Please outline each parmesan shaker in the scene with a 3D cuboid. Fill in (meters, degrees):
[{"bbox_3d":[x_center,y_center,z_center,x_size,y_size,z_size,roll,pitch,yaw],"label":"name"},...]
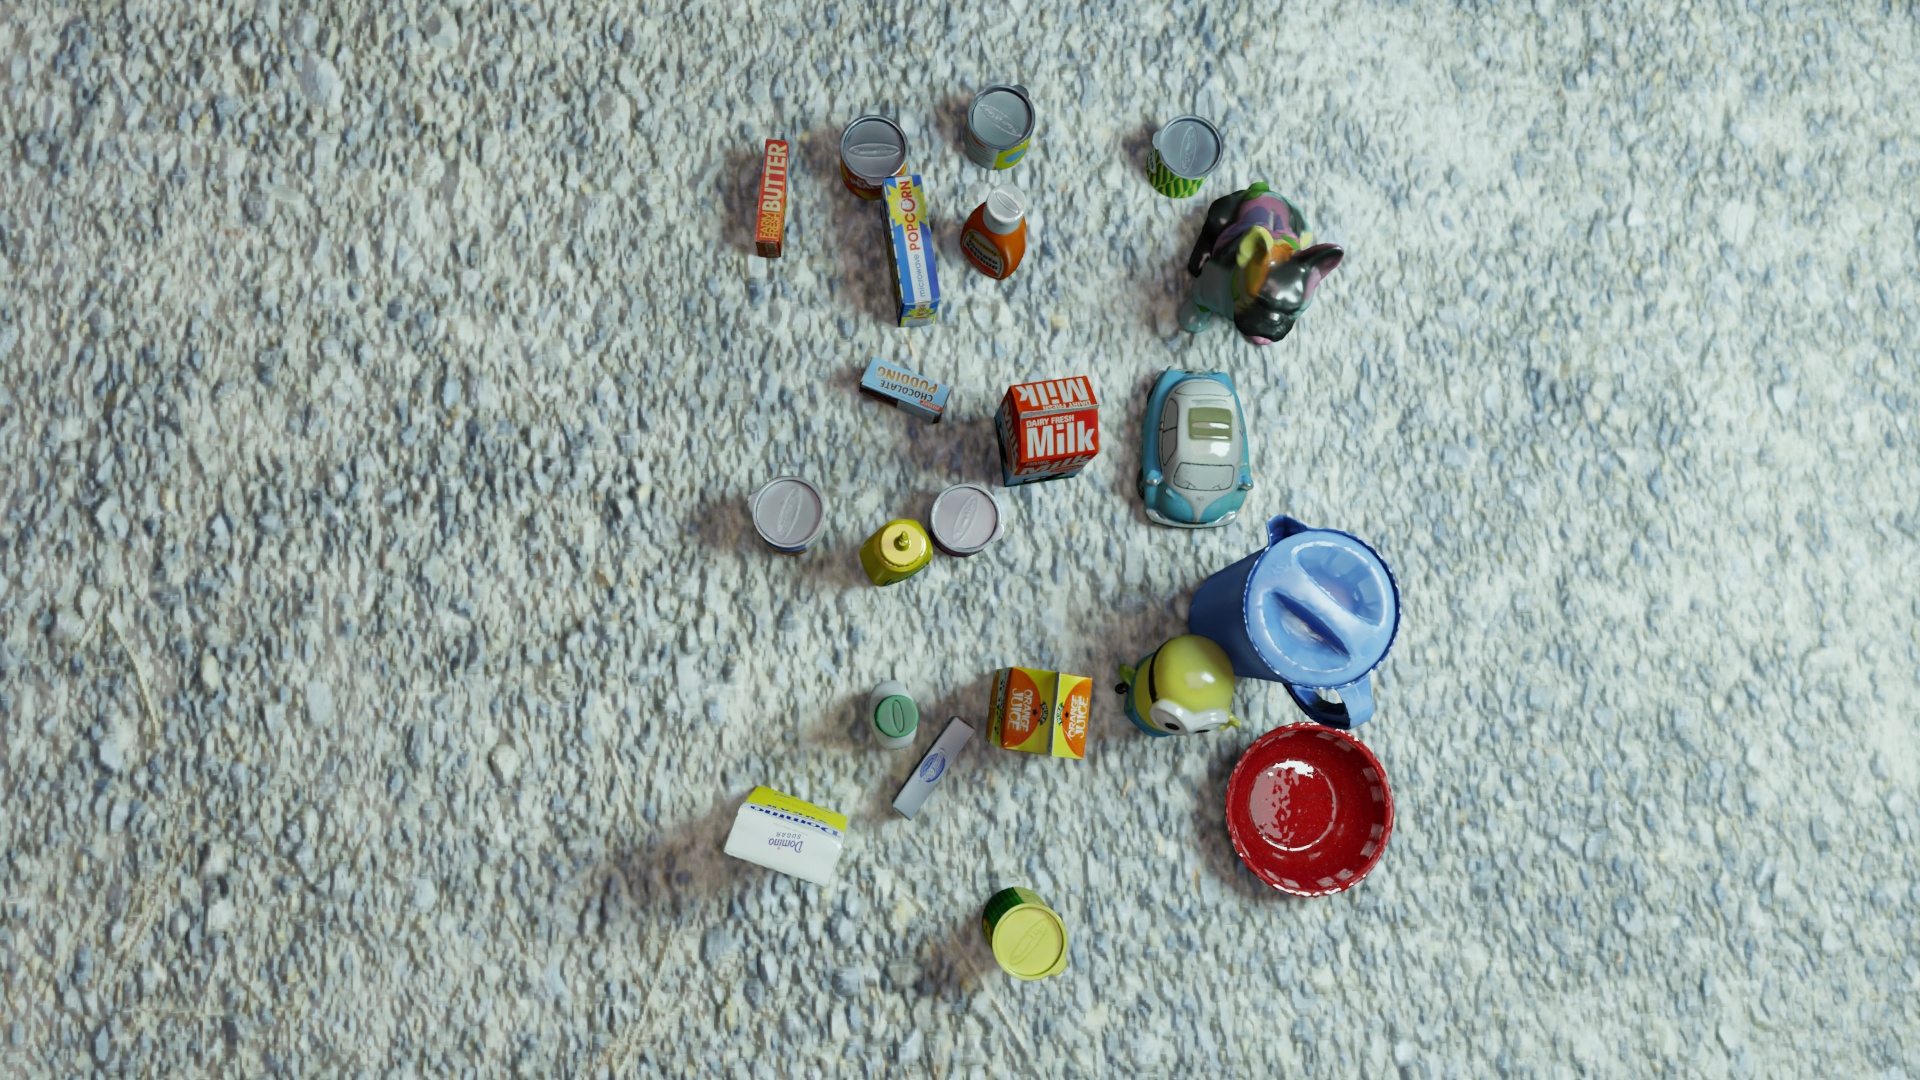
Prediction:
[{"bbox_3d":[0.058,0.356,1.257,0.071,0.103,0.071,1,84,-5],"label":"parmesan shaker"}]

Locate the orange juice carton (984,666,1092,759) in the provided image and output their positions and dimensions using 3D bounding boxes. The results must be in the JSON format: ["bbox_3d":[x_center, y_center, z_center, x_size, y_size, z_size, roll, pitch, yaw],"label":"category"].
[{"bbox_3d":[0.070,0.153,1.237,0.073,0.192,0.072,8,83,-4],"label":"orange juice carton"}]

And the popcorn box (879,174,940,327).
[{"bbox_3d":[-0.049,-0.276,1.333,0.038,0.085,0.126,-8,84,-6],"label":"popcorn box"}]

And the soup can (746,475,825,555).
[{"bbox_3d":[-0.161,-0.023,1.293,0.071,0.083,0.071,1,83,-5],"label":"soup can"}]

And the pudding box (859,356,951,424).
[{"bbox_3d":[-0.054,-0.144,1.335,0.084,0.049,0.030,22,82,-2],"label":"pudding box"}]

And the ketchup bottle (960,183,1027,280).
[{"bbox_3d":[0.035,-0.294,1.311,0.065,0.148,0.043,41,82,0],"label":"ketchup bottle"}]

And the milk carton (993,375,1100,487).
[{"bbox_3d":[0.078,-0.101,1.270,0.072,0.190,0.073,-8,84,-6],"label":"milk carton"}]

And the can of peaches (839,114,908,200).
[{"bbox_3d":[-0.085,-0.370,1.355,0.071,0.058,0.071,1,83,-5],"label":"can of peaches"}]

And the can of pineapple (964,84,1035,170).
[{"bbox_3d":[0.040,-0.408,1.371,0.071,0.058,0.071,1,83,-5],"label":"can of pineapple"}]

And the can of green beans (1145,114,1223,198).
[{"bbox_3d":[0.222,-0.382,1.384,0.071,0.057,0.071,1,83,-5],"label":"can of green beans"}]

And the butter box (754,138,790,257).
[{"bbox_3d":[-0.181,-0.330,1.344,0.024,0.053,0.103,5,83,-4],"label":"butter box"}]

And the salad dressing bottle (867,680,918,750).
[{"bbox_3d":[-0.060,0.157,1.248,0.044,0.147,0.064,-9,85,-6],"label":"salad dressing bottle"}]

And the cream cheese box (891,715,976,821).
[{"bbox_3d":[-0.026,0.210,1.292,0.024,0.053,0.104,36,82,0],"label":"cream cheese box"}]

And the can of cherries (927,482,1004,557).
[{"bbox_3d":[0.005,-0.017,1.320,0.071,0.058,0.071,1,83,-5],"label":"can of cherries"}]

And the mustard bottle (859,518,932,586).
[{"bbox_3d":[-0.057,0.009,1.260,0.065,0.160,0.049,-27,87,-7],"label":"mustard bottle"}]
